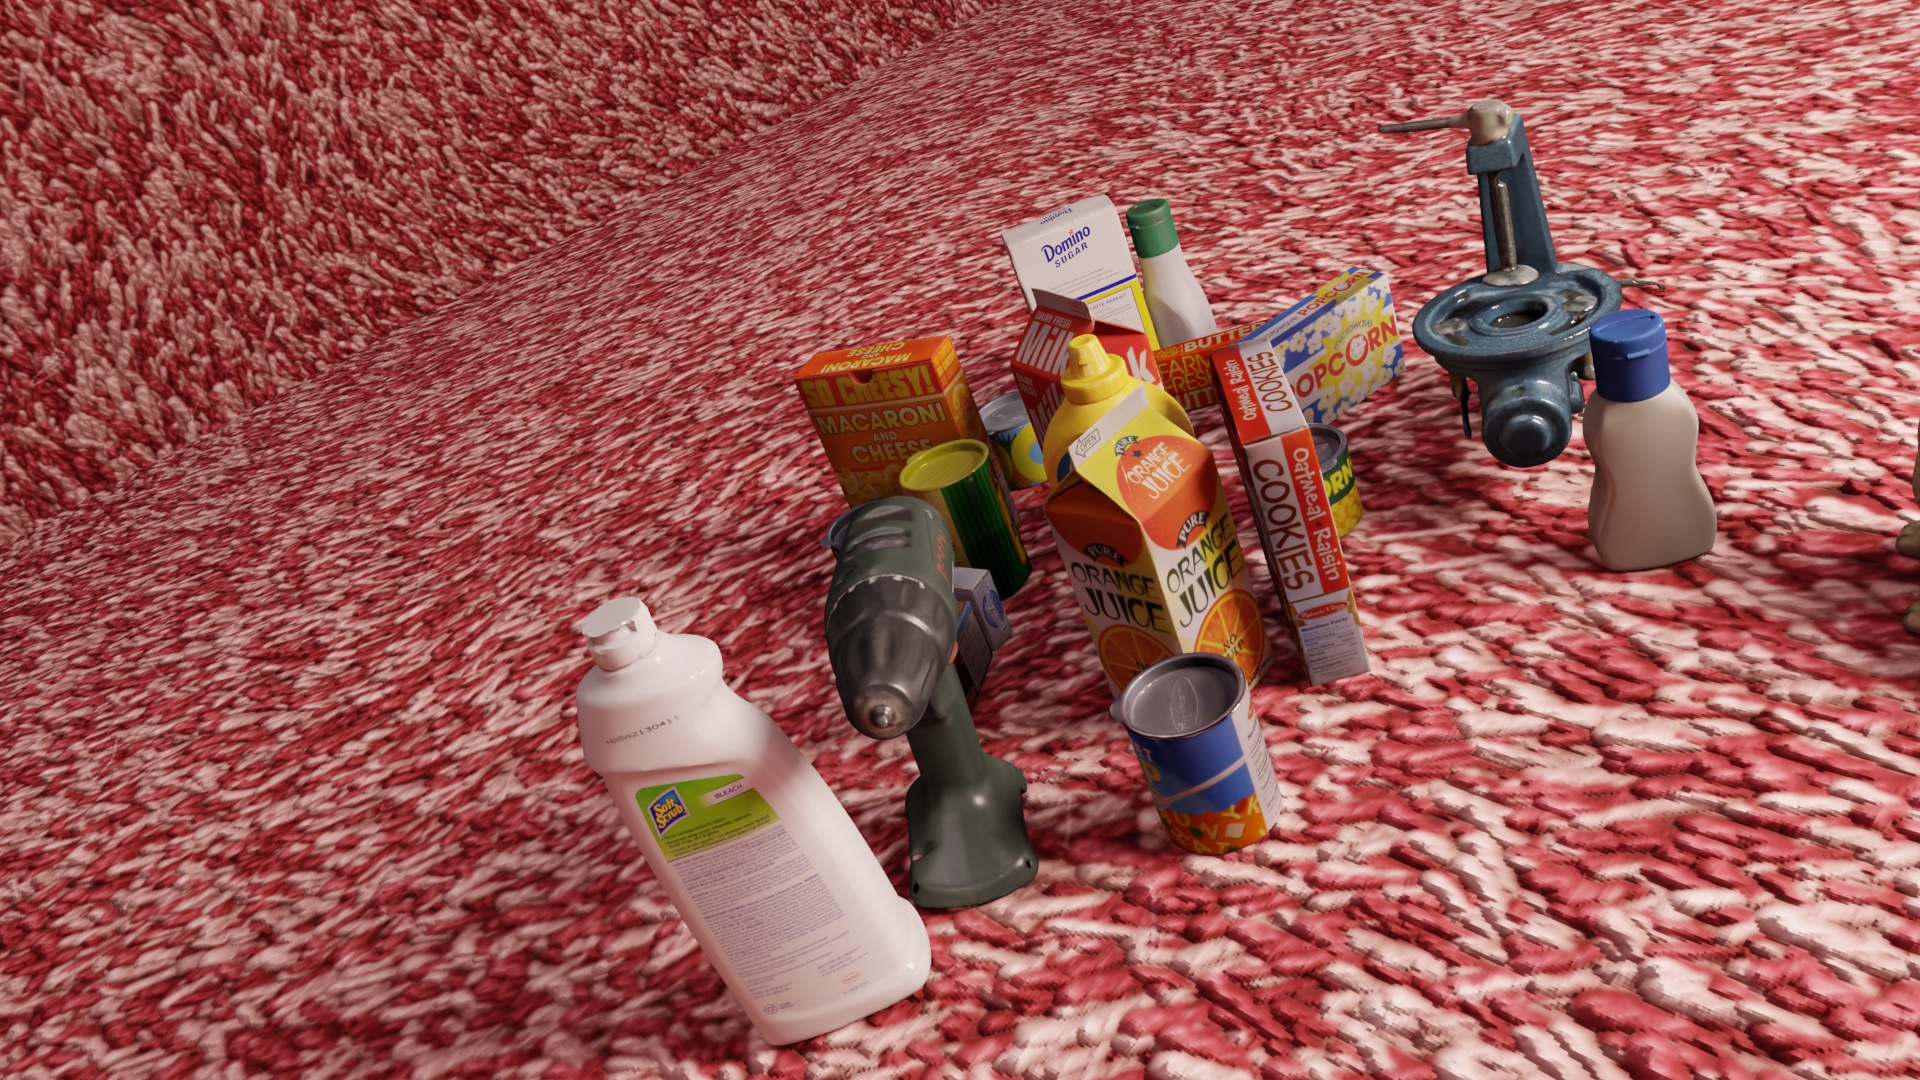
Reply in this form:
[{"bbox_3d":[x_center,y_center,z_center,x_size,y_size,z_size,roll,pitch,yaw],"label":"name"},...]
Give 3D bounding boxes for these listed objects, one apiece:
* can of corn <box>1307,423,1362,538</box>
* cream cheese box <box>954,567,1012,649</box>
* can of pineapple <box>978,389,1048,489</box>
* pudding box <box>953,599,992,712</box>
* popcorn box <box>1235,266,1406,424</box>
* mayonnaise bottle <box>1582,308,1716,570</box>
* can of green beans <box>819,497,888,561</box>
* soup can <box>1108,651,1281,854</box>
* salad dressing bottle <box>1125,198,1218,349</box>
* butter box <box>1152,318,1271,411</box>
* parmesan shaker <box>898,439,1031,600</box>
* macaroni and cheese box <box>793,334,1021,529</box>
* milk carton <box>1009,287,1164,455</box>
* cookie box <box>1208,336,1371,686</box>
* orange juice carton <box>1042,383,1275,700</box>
[{"bbox_3d":[0.230,-0.035,0.922,0.071,0.058,0.071,-17,29,10],"label":"can of corn"},{"bbox_3d":[-0.017,0.044,0.964,0.104,0.053,0.024,4,38,39],"label":"cream cheese box"},{"bbox_3d":[0.048,-0.081,1.128,0.071,0.057,0.071,-17,29,10],"label":"can of pineapple"},{"bbox_3d":[-0.009,0.082,0.897,0.030,0.049,0.084,-9,31,23],"label":"pudding box"},{"bbox_3d":[0.271,-0.138,1.040,0.127,0.085,0.038,-33,30,-19],"label":"popcorn box"},{"bbox_3d":[0.373,-0.054,0.761,0.065,0.147,0.041,-14,30,16],"label":"mayonnaise bottle"},{"bbox_3d":[-0.061,0.009,1.048,0.071,0.057,0.071,-17,29,10],"label":"can of green beans"},{"bbox_3d":[0.123,0.111,0.721,0.071,0.083,0.072,-17,29,10],"label":"soup can"},{"bbox_3d":[0.176,-0.213,1.169,0.044,0.147,0.064,-35,31,-21],"label":"salad dressing bottle"},{"bbox_3d":[0.207,-0.139,1.120,0.103,0.053,0.024,-14,30,15],"label":"butter box"},{"bbox_3d":[0.004,-0.012,0.994,0.071,0.102,0.071,-17,29,10],"label":"parmesan shaker"},{"bbox_3d":[-0.039,-0.067,1.050,0.123,0.165,0.040,-4,33,30],"label":"macaroni and cheese box"},{"bbox_3d":[0.096,-0.086,0.964,0.074,0.189,0.072,-32,30,-18],"label":"milk carton"},{"bbox_3d":[0.189,-0.019,0.809,0.040,0.166,0.123,-17,29,10],"label":"cookie box"},{"bbox_3d":[0.110,0.010,0.789,0.073,0.192,0.072,11,43,46],"label":"orange juice carton"}]
